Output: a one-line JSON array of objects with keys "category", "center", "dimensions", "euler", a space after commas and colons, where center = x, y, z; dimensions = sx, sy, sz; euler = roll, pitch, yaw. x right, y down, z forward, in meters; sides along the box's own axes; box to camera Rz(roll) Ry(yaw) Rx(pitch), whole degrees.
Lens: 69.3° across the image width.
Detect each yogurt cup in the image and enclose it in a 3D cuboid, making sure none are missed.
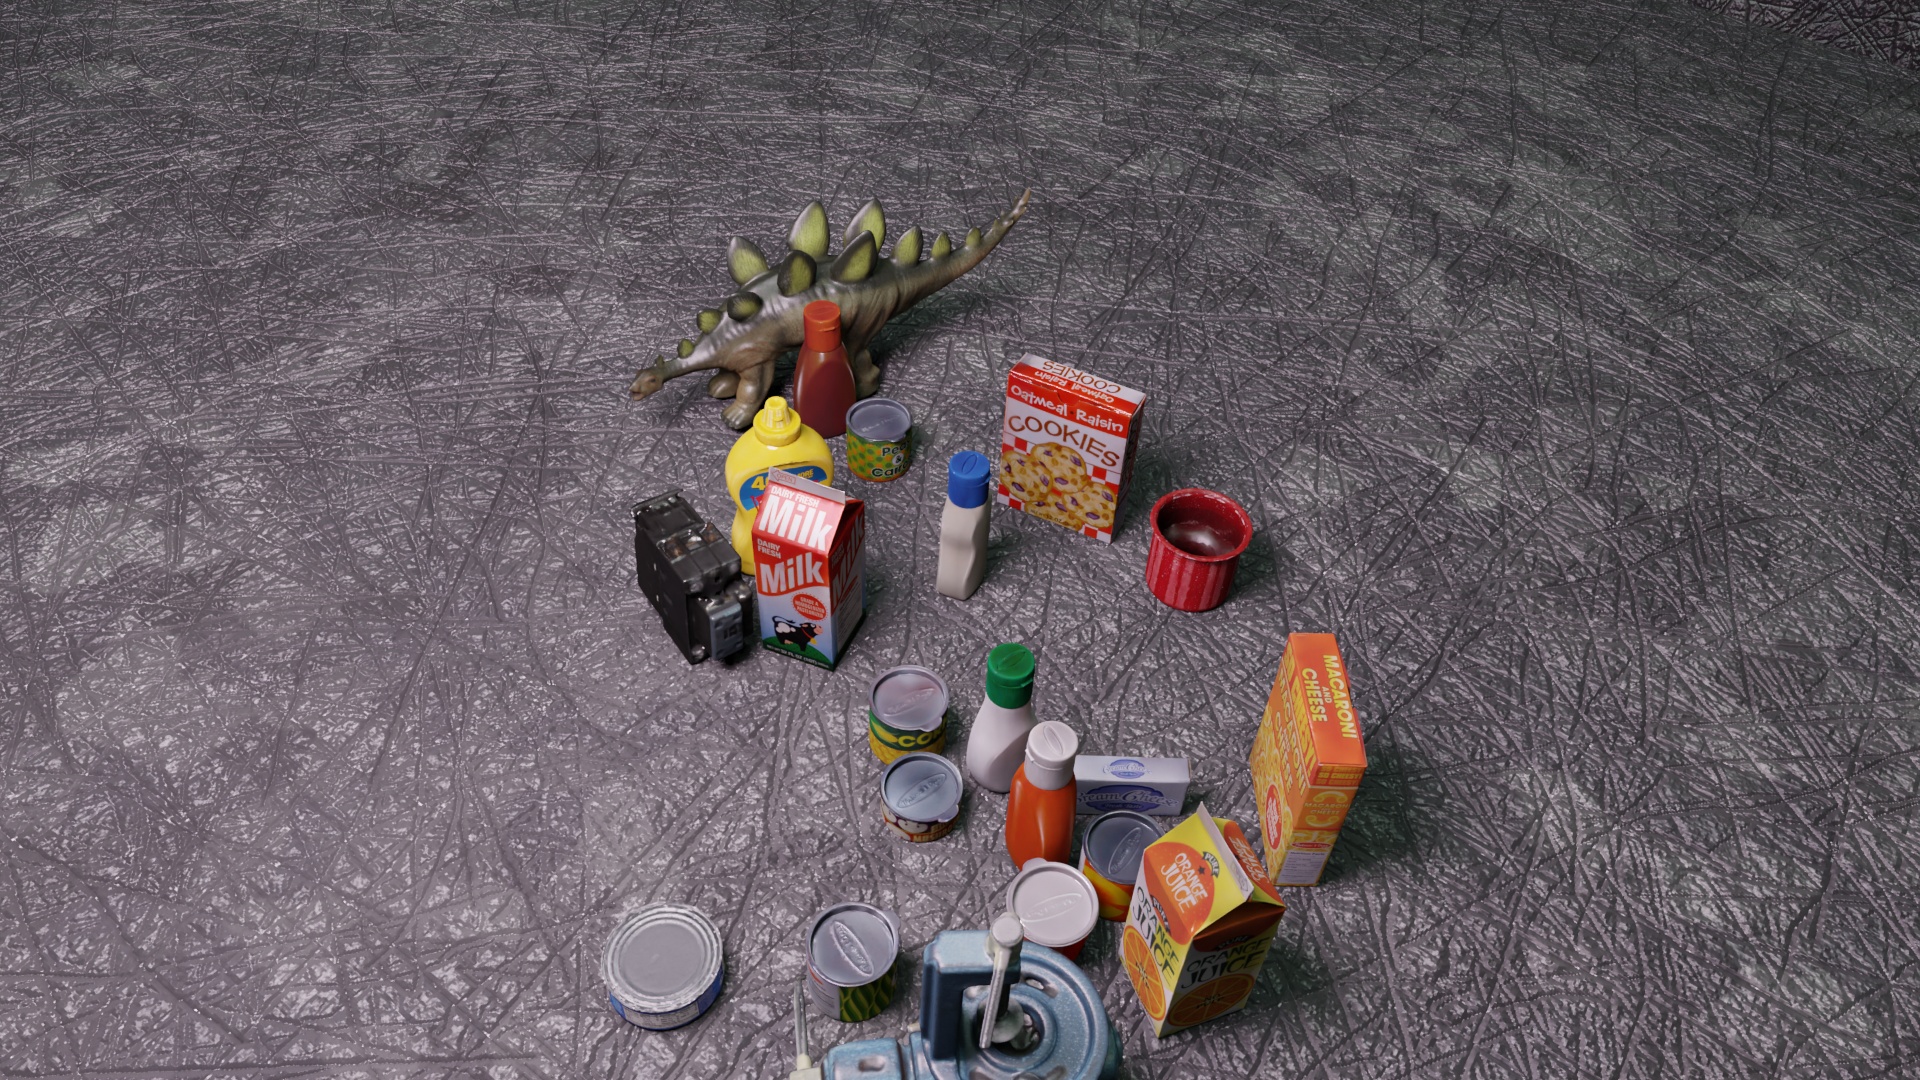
[{"category": "yogurt cup", "center": [0.066, 0.282, 1.032], "dimensions": [0.072, 0.053, 0.073], "euler": [2, 46, -2]}]

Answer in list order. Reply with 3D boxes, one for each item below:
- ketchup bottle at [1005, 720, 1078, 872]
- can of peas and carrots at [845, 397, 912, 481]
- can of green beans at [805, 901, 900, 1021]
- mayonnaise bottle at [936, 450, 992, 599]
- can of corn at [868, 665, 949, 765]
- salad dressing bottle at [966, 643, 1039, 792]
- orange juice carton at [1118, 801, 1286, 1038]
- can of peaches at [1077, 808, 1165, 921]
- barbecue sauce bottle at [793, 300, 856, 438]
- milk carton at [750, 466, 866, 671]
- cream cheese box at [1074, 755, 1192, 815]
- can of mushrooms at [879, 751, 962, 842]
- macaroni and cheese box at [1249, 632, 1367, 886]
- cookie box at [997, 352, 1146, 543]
[{"category": "ketchup bottle", "center": [0.063, 0.195, 1.051], "dimensions": [0.043, 0.148, 0.065], "euler": [-16, 49, -18]}, {"category": "can of peas and carrots", "center": [-0.080, -0.100, 1.392], "dimensions": [0.071, 0.058, 0.071], "euler": [2, 46, -2]}, {"category": "can of green beans", "center": [-0.078, 0.303, 0.999], "dimensions": [0.071, 0.057, 0.071], "euler": [2, 46, -2]}, {"category": "mayonnaise bottle", "center": [0.004, -0.016, 1.254], "dimensions": [0.041, 0.147, 0.065], "euler": [17, 47, 13]}, {"category": "can of corn", "center": [-0.042, 0.149, 1.152], "dimensions": [0.071, 0.058, 0.071], "euler": [2, 46, -2]}, {"category": "salad dressing bottle", "center": [0.036, 0.141, 1.103], "dimensions": [0.064, 0.146, 0.044], "euler": [-30, 55, -29]}, {"category": "orange juice carton", "center": [0.167, 0.261, 0.963], "dimensions": [0.073, 0.191, 0.072], "euler": [-13, 48, -16]}, {"category": "can of peaches", "center": [0.126, 0.250, 1.064], "dimensions": [0.071, 0.057, 0.071], "euler": [2, 46, -2]}, {"category": "barbecue sauce bottle", "center": [-0.137, -0.171, 1.395], "dimensions": [0.065, 0.147, 0.044], "euler": [-16, 49, -18]}, {"category": "milk carton", "center": [-0.127, 0.017, 1.183], "dimensions": [0.072, 0.189, 0.074], "euler": [18, 47, 13]}, {"category": "cream cheese box", "center": [0.130, 0.198, 1.119], "dimensions": [0.104, 0.053, 0.024], "euler": [2, 46, -2]}, {"category": "can of mushrooms", "center": [-0.030, 0.207, 1.113], "dimensions": [0.071, 0.033, 0.071], "euler": [2, 46, -2]}, {"category": "macaroni and cheese box", "center": [0.266, 0.171, 1.076], "dimensions": [0.040, 0.165, 0.124], "euler": [2, 46, -2]}, {"category": "cookie box", "center": [0.102, -0.085, 1.315], "dimensions": [0.123, 0.166, 0.040], "euler": [21, 48, 16]}]
